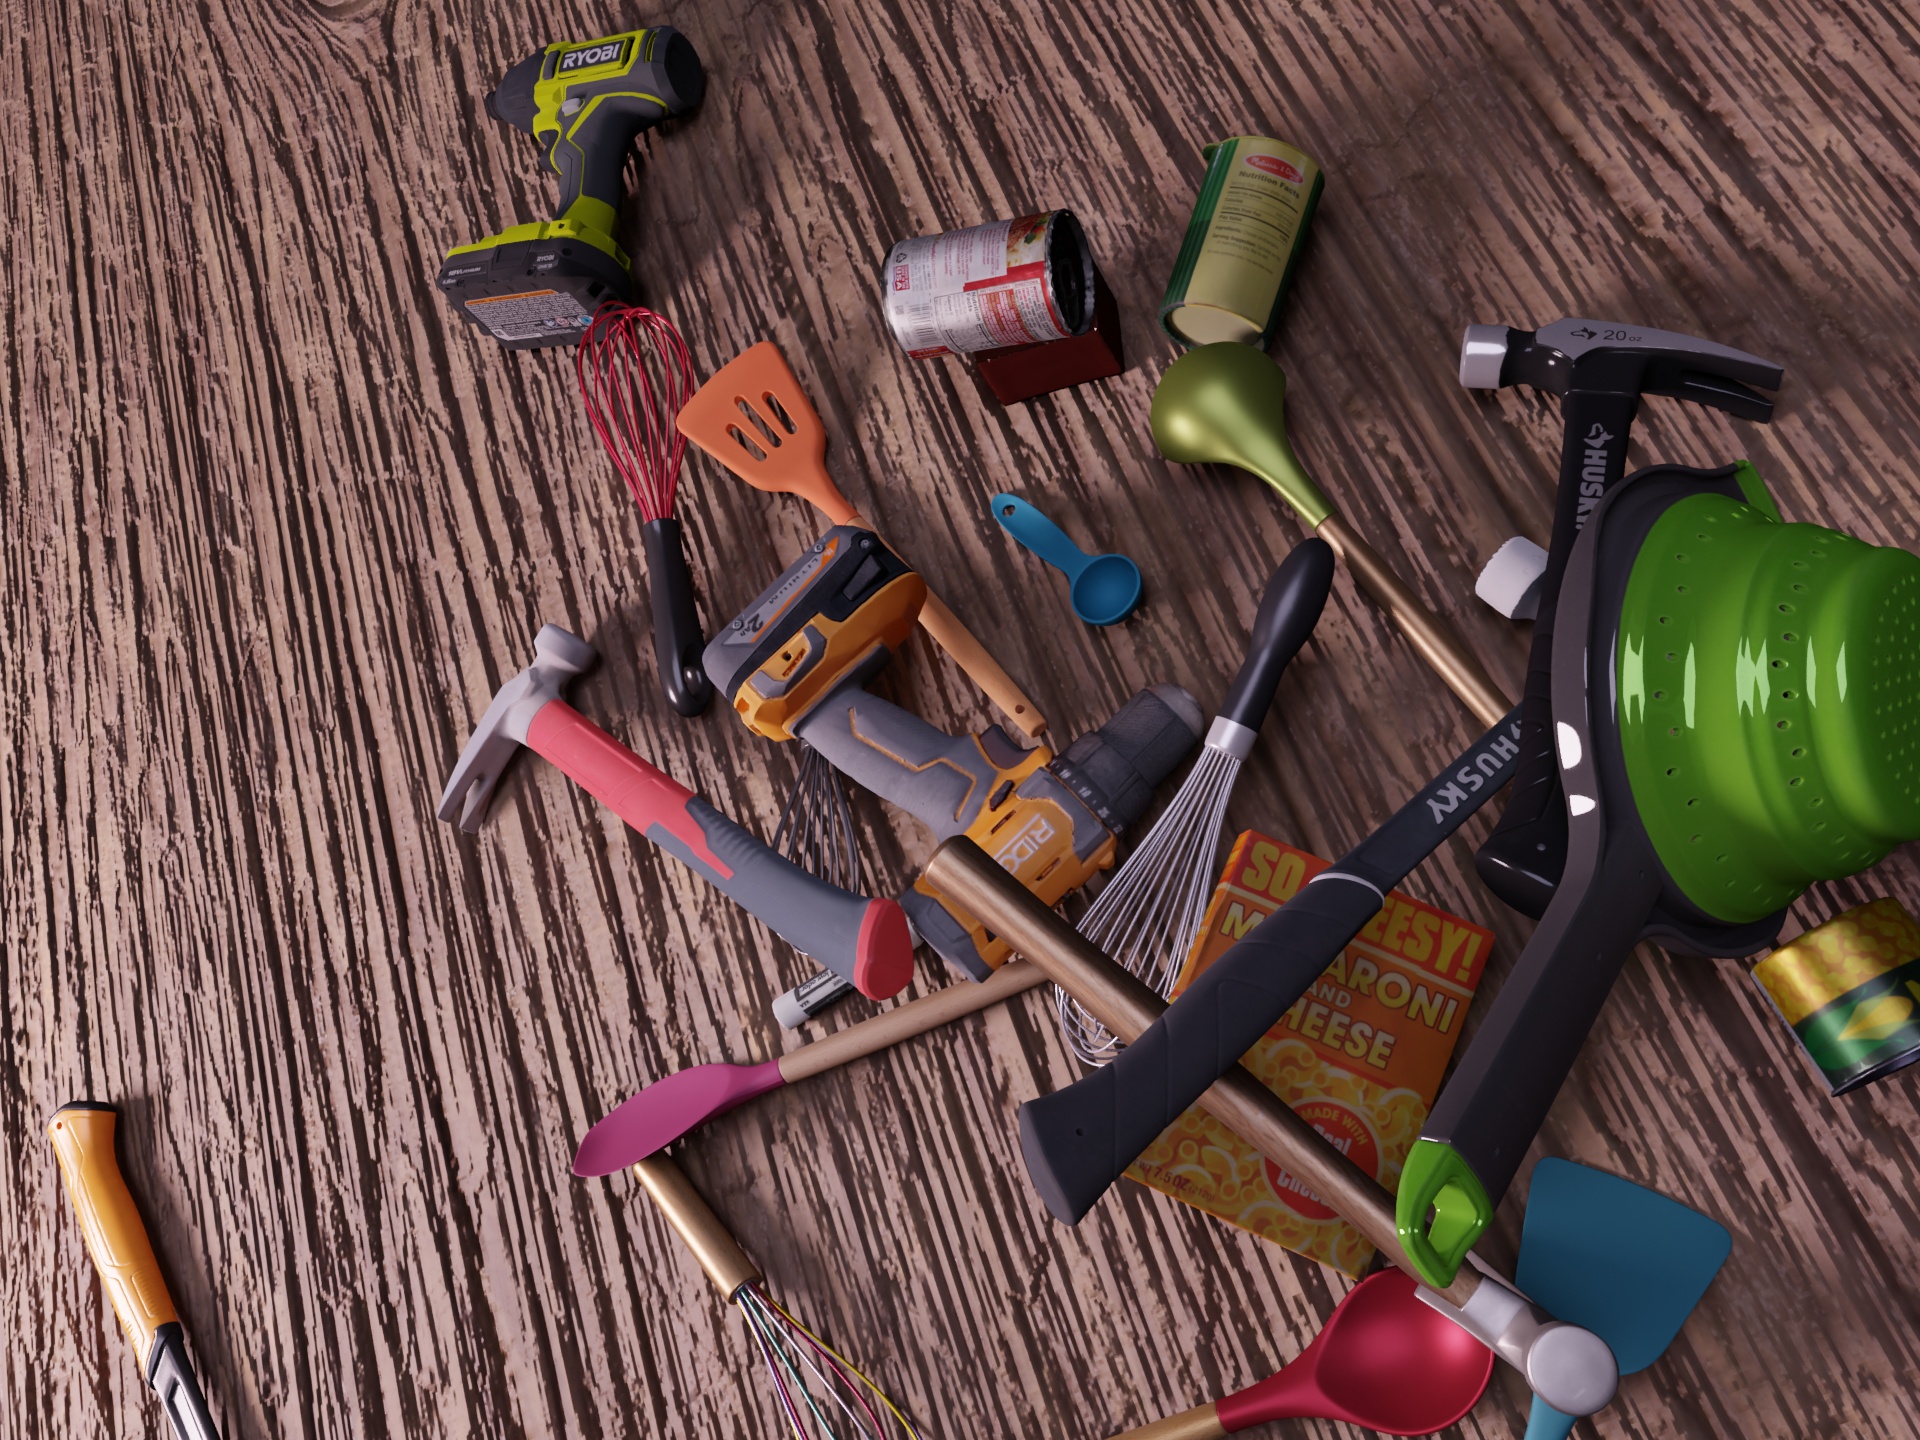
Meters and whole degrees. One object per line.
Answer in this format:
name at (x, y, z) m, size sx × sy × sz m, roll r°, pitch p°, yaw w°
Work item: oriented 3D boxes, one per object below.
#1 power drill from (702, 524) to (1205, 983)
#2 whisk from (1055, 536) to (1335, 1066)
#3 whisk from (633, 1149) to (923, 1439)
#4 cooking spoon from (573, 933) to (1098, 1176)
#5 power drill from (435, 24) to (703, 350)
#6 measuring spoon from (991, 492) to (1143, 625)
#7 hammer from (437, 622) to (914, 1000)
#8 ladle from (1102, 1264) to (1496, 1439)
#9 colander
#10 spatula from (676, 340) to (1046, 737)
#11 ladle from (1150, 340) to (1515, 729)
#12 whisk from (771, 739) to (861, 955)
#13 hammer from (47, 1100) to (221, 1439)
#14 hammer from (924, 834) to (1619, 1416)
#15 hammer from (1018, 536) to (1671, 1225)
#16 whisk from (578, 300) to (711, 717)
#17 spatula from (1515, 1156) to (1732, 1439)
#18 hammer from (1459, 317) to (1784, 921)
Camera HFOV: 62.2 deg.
power drill at (-0.001, -0.003, 0.838) m, size 0.185 × 0.084 × 0.226 m, roll -44°, pitch 75°, yaw -3°
whisk at (0.120, 0.038, 0.789) m, size 0.070 × 0.070 × 0.284 m, roll 23°, pitch 87°, yaw 29°
whisk at (-0.102, 0.312, 0.818) m, size 0.245 × 0.051 × 0.047 m, roll 41°, pitch 98°, yaw 33°
cooking spoon at (-0.072, 0.180, 0.856) m, size 0.319 × 0.017 × 0.069 m, roll -24°, pitch 22°, yaw 13°
power drill at (-0.284, -0.380, 1.125) m, size 0.171 × 0.080 × 0.223 m, roll 0°, pitch 69°, yaw 24°
measuring spoon at (0.060, -0.093, 0.902) m, size 0.042 × 0.021 × 0.129 m, roll -48°, pitch 51°, yaw 4°
hammer at (-0.168, 0.068, 0.891) m, size 0.387 × 0.038 × 0.143 m, roll 28°, pitch 87°, yaw 42°
ladle at (0.097, 0.329, 0.728) m, size 0.315 × 0.031 × 0.069 m, roll -28°, pitch 52°, yaw 16°
colander at (0.282, 0.045, 0.584) m, size 0.094 × 0.204 × 0.397 m, roll -7°, pitch 35°, yaw 52°
spatula at (-0.054, -0.104, 0.940) m, size 0.081 × 0.041 × 0.323 m, roll -41°, pitch 62°, yaw 0°
ladle at (0.207, -0.079, 0.818) m, size 0.078 × 0.062 × 0.320 m, roll -39°, pitch 68°, yaw 6°
whisk at (-0.082, 0.017, 0.912) m, size 0.055 × 0.055 × 0.239 m, roll -10°, pitch 64°, yaw 22°
hammer at (-0.506, 0.378, 0.986) m, size 0.127 × 0.034 × 0.337 m, roll -43°, pitch 60°, yaw 4°
hammer at (0.116, 0.158, 0.665) m, size 0.331 × 0.130 × 0.031 m, roll 38°, pitch 84°, yaw 19°
hammer at (0.178, 0.065, 0.666) m, size 0.409 × 0.036 × 0.149 m, roll -36°, pitch 65°, yaw -27°
whisk at (-0.192, -0.140, 1.008) m, size 0.073 × 0.073 × 0.296 m, roll -18°, pitch 71°, yaw 18°
spatula at (0.231, 0.346, 0.664) m, size 0.082 × 0.044 × 0.317 m, roll 18°, pitch 86°, yaw 27°
hammer at (0.281, -0.057, 0.709) m, size 0.146 × 0.035 × 0.335 m, roll 8°, pitch 56°, yaw 19°
